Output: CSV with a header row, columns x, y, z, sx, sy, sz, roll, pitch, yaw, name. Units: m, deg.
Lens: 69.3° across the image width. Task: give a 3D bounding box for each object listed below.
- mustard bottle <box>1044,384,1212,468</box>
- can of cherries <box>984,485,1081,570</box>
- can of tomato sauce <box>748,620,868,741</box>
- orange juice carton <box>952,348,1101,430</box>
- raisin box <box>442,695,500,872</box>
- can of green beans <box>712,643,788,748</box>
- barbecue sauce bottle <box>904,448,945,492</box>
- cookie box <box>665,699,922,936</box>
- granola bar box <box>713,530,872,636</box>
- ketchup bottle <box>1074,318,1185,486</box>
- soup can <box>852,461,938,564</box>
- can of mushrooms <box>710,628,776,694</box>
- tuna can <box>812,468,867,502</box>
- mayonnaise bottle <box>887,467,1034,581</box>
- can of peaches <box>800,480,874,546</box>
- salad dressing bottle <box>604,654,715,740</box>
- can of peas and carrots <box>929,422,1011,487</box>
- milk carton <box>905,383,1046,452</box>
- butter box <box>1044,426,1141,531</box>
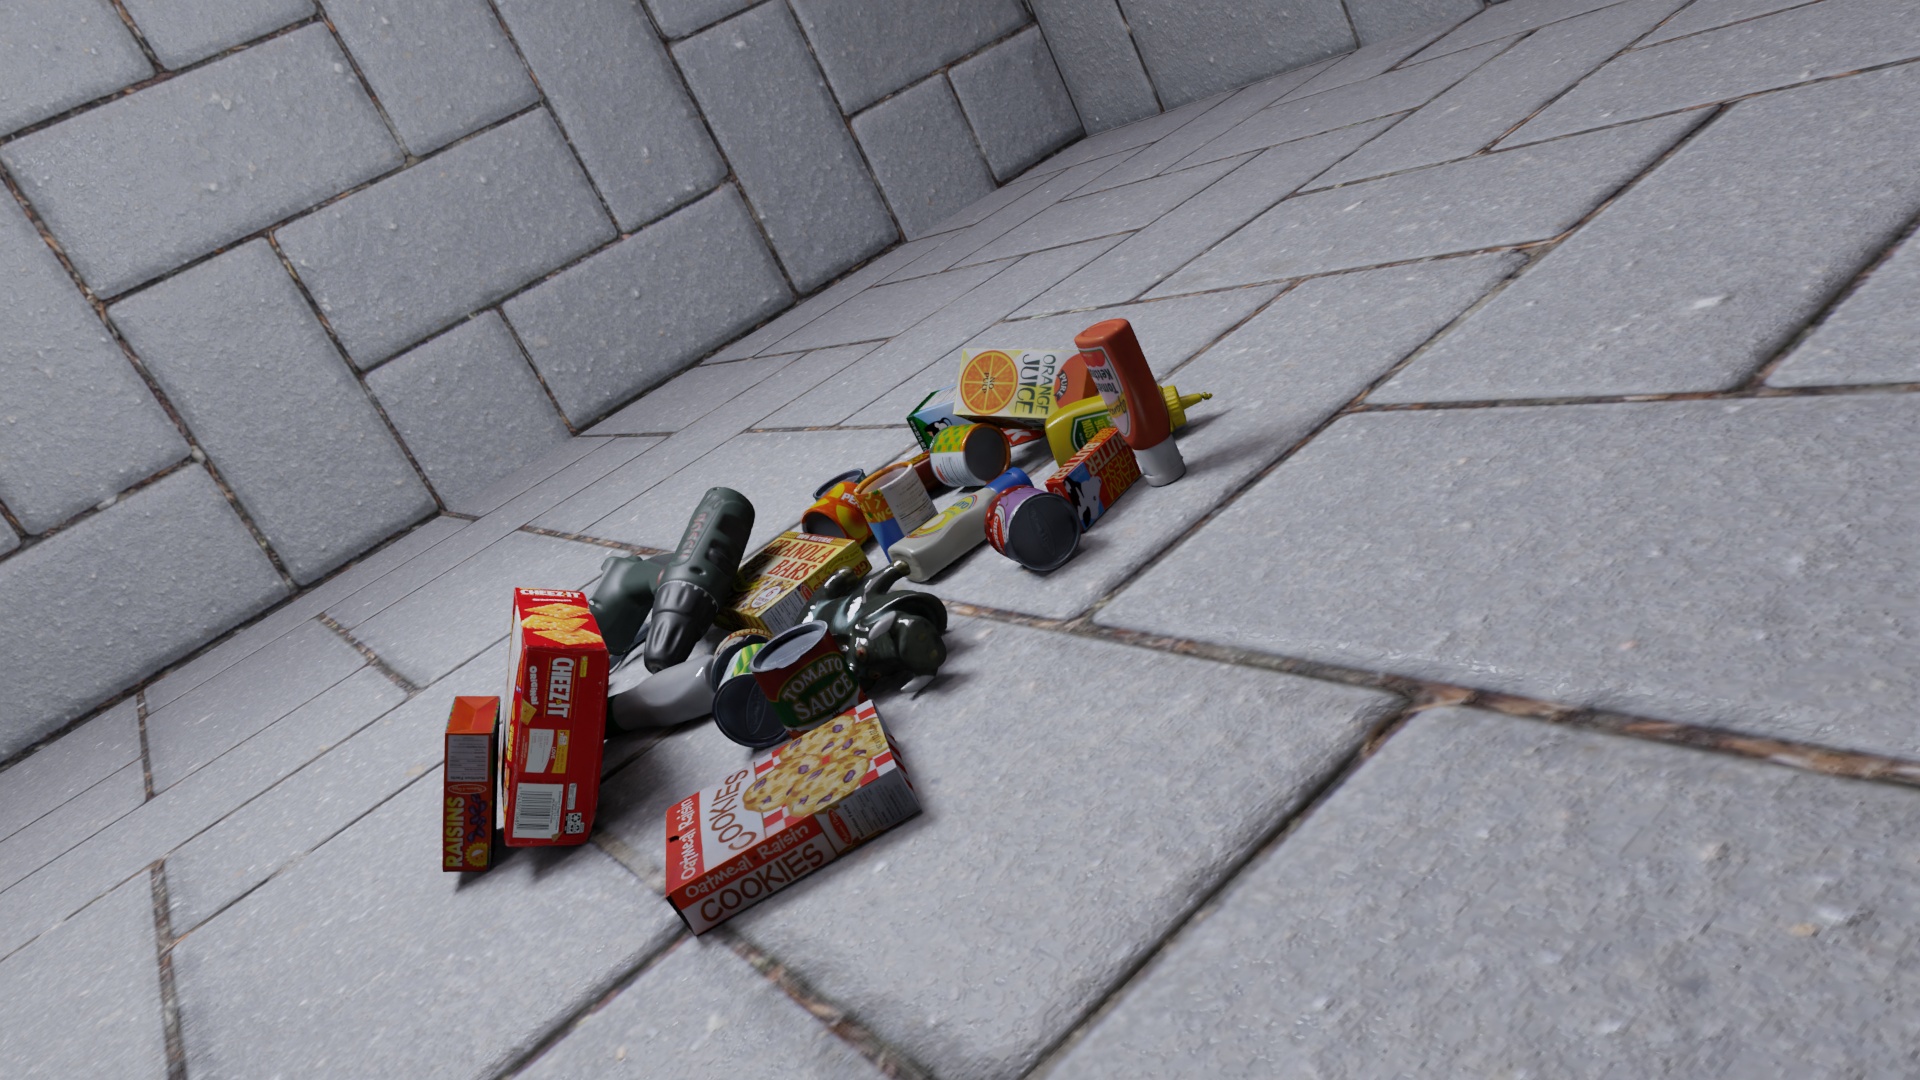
x,y,z,sx,sy,sz,roll,pitch,yaw,name
0.163,-0.116,1.327,0.160,0.065,0.049,-18,15,13,mustard bottle
0.058,-0.011,1.177,0.071,0.071,0.058,-31,18,-13,can of cherries
-0.111,0.113,1.049,0.071,0.083,0.071,-24,19,9,can of tomato sauce
0.095,-0.152,1.421,0.192,0.073,0.072,6,-5,32,orange juice carton
-0.406,0.201,1.155,0.040,0.123,0.086,3,13,-16,raisin box
-0.161,0.124,1.116,0.071,0.071,0.058,-24,18,11,can of green beans
-0.072,-0.057,1.512,0.148,0.043,0.065,-26,3,3,barbecue sauce bottle
-0.118,0.182,0.941,0.167,0.040,0.123,-28,18,-4,cookie box
-0.177,0.045,1.385,0.125,0.039,0.165,-39,22,-22,granola bar box
0.152,-0.119,1.211,0.043,0.148,0.065,-32,18,-15,ketchup bottle
-0.059,-0.025,1.349,0.071,0.083,0.071,-25,18,9,soup can
-0.176,0.108,1.174,0.071,0.071,0.033,-27,17,1,can of mushrooms
-0.134,-0.053,1.605,0.071,0.032,0.071,-24,18,9,tuna can
0.005,-0.016,1.305,0.148,0.041,0.064,-36,18,-23,mayonnaise bottle
-0.123,-0.021,1.450,0.071,0.071,0.058,-8,26,44,can of peaches
-0.274,0.145,1.251,0.147,0.044,0.064,-20,26,25,salad dressing bottle
0.012,-0.091,1.455,0.071,0.070,0.058,-38,22,-31,can of peas and carrots
0.042,-0.147,1.558,0.190,0.072,0.074,-16,21,33,milk carton
0.119,-0.055,1.236,0.024,0.053,0.104,-5,28,45,butter box
